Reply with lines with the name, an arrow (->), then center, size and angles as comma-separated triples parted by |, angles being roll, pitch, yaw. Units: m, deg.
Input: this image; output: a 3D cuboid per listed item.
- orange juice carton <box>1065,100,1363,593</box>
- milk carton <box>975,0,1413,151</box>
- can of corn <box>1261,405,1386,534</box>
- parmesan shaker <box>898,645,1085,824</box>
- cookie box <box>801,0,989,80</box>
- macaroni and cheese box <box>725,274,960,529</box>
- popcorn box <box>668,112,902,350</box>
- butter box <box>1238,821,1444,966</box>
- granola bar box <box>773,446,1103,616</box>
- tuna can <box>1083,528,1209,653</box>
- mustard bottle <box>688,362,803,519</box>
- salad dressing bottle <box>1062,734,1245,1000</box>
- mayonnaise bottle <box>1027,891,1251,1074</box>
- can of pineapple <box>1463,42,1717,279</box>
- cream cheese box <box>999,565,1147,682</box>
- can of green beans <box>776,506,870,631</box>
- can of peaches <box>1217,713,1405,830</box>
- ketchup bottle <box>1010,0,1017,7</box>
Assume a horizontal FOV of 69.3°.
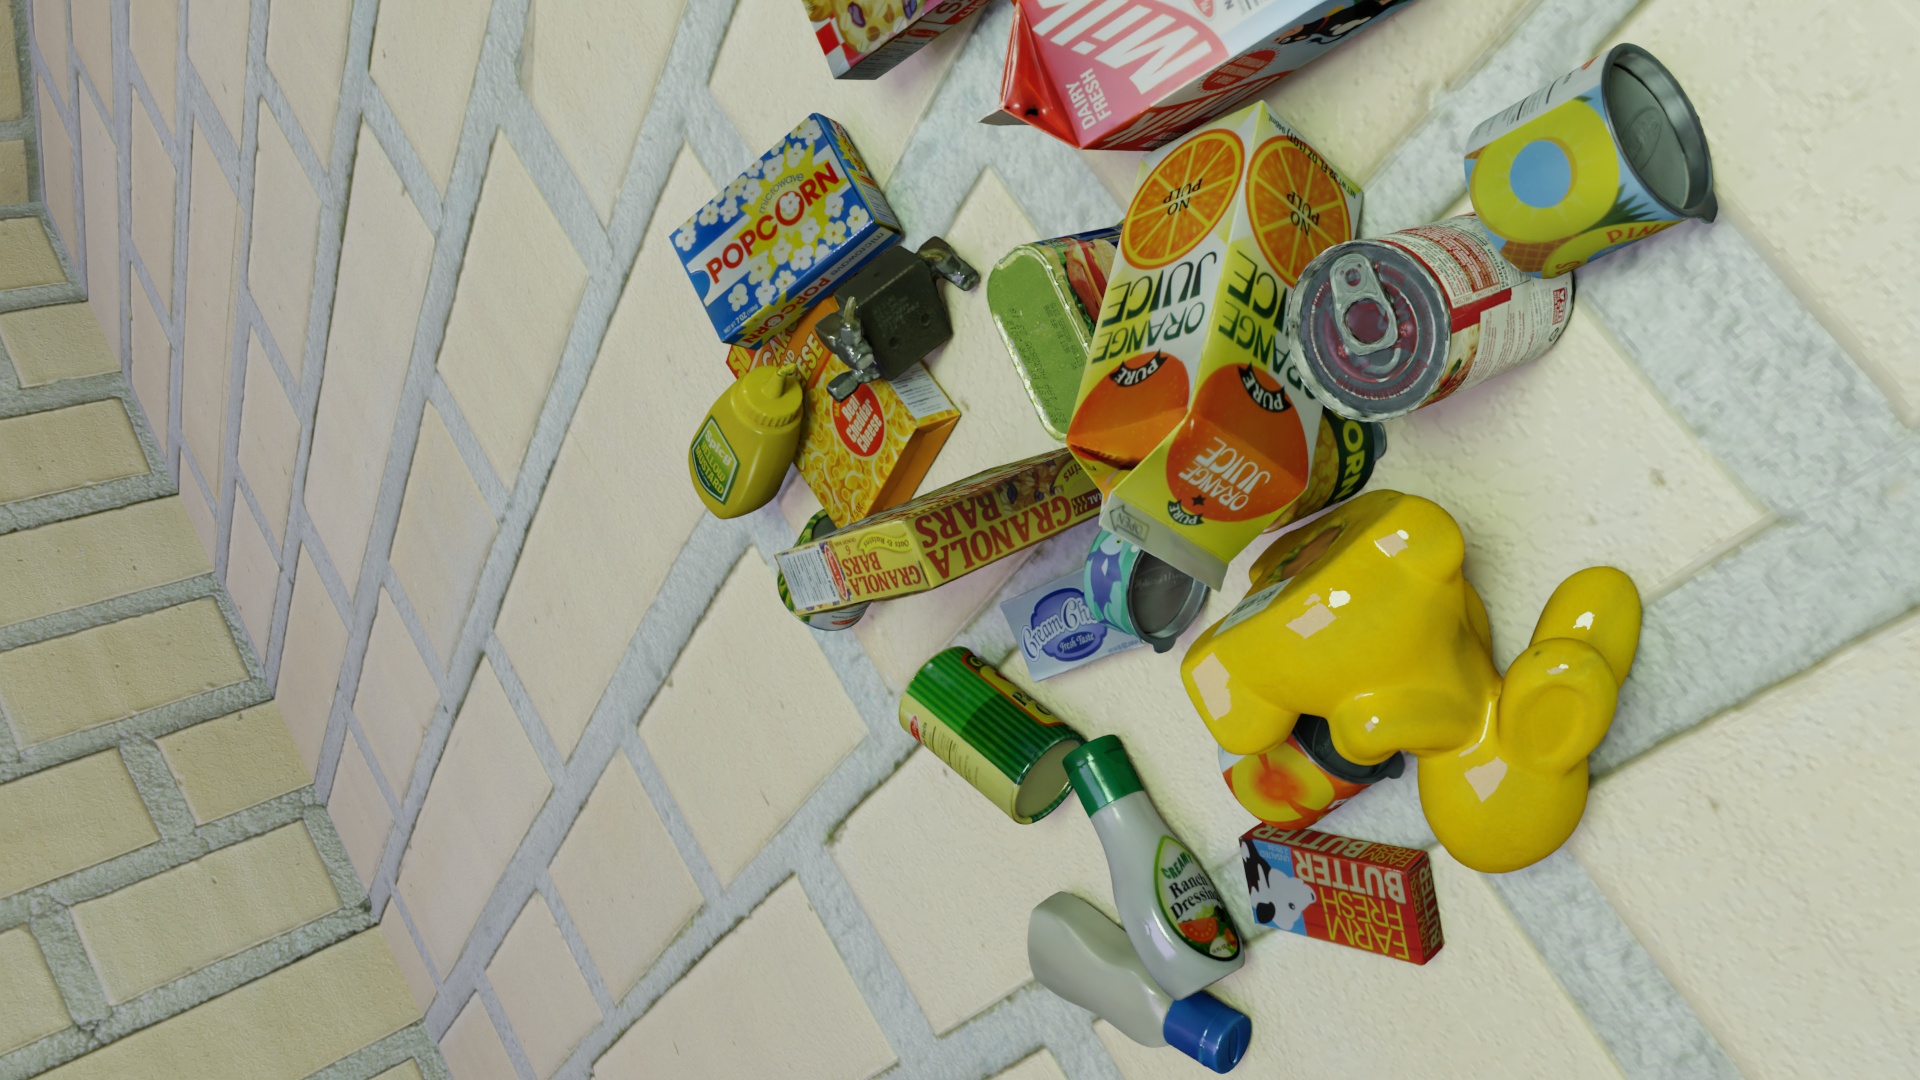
orange juice carton -> 0.104, -0.078, 0.582 | 0.073, 0.072, 0.193 | -12, 55, 51
milk carton -> 0.095, -0.220, 0.580 | 0.190, 0.072, 0.073 | -23, 88, 36
can of corn -> 0.149, -0.041, 0.640 | 0.071, 0.058, 0.071 | 24, 123, 42
parmesan shaker -> 0.021, 0.121, 0.860 | 0.103, 0.071, 0.071 | 34, 130, 35
cookie box -> -0.018, -0.328, 0.697 | 0.167, 0.040, 0.123 | -22, 91, 37
macaroni and cheese box -> -0.082, -0.101, 0.903 | 0.167, 0.040, 0.123 | 54, 138, 19
popcorn box -> -0.108, -0.187, 0.849 | 0.126, 0.038, 0.085 | -34, 73, 21
butter box -> 0.194, 0.179, 0.711 | 0.103, 0.024, 0.053 | -1, 106, 50
granola bar box -> 0.003, -0.009, 0.742 | 0.124, 0.166, 0.039 | -13, 98, 51
tuna can -> 0.097, 0.021, 0.722 | 0.033, 0.071, 0.070 | 17, 119, 46
mustard bottle -> -0.135, -0.072, 0.903 | 0.065, 0.049, 0.159 | 57, 146, 13
salad dressing bottle -> 0.106, 0.183, 0.791 | 0.043, 0.064, 0.148 | -45, 63, 37
mayonnaise bottle -> 0.106, 0.271, 0.843 | 0.148, 0.041, 0.064 | 19, 122, 43
can of pineapple -> 0.227, -0.133, 0.502 | 0.057, 0.071, 0.071 | -24, 87, 52
cream cheese box -> 0.069, 0.044, 0.800 | 0.103, 0.024, 0.053 | -28, 84, 51
can of green beans -> -0.083, 0.018, 0.935 | 0.071, 0.071, 0.057 | 55, 139, 17
can of peaches -> 0.169, 0.101, 0.673 | 0.071, 0.071, 0.057 | 56, 139, 17
ketchup bottle -> 0.088, -0.281, 0.609 | 0.148, 0.065, 0.043 | -26, 71, 44
